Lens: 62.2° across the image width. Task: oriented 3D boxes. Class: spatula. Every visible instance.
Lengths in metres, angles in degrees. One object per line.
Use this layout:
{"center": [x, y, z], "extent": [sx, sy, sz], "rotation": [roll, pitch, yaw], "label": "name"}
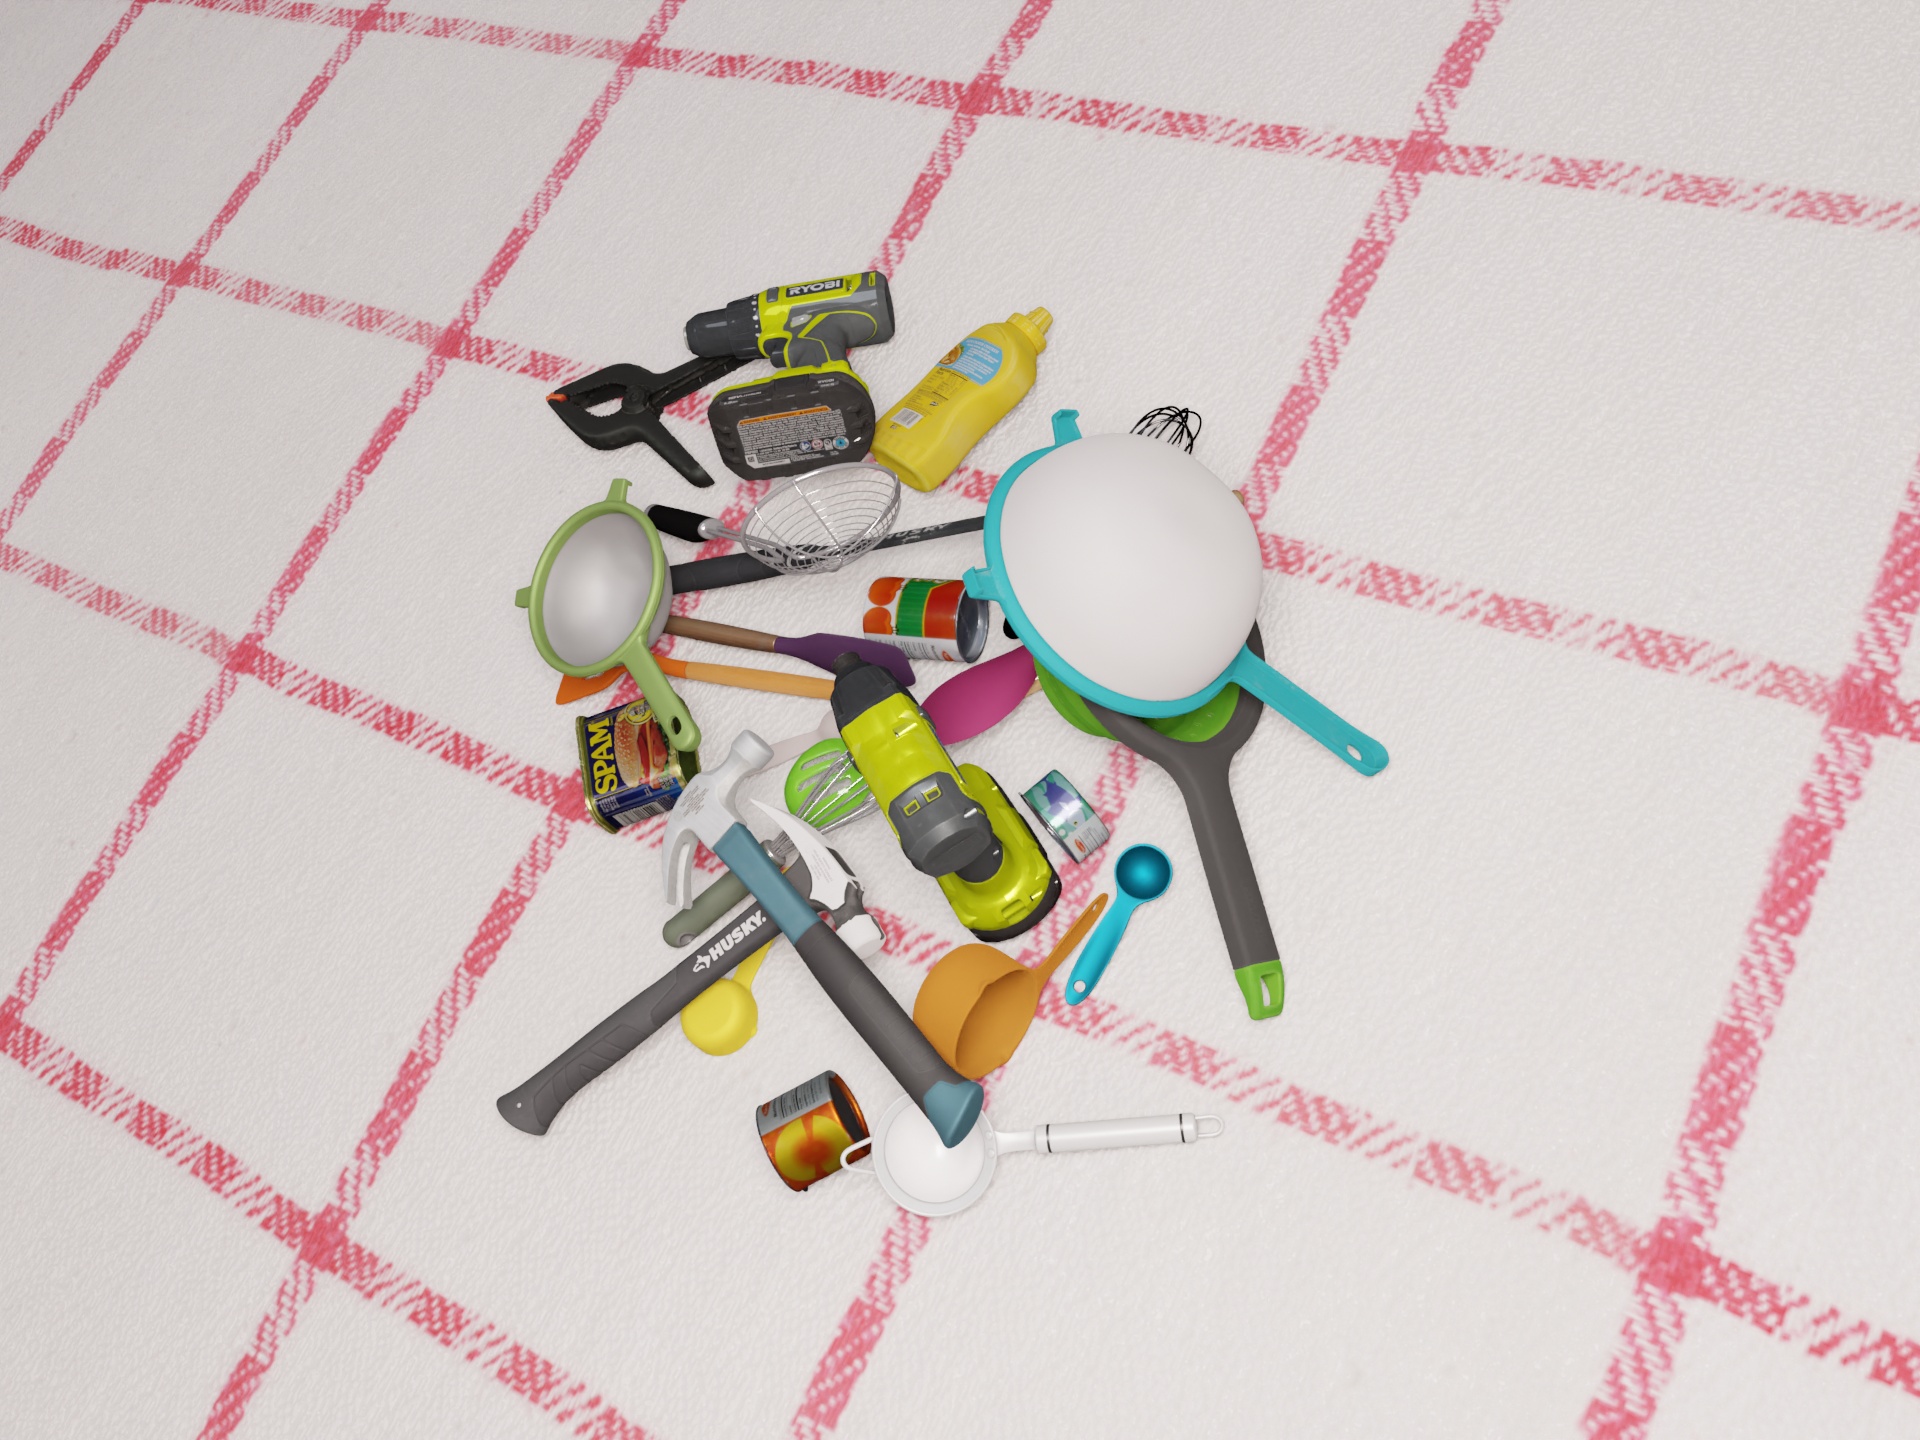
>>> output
{"center": [-0.204, -0.036, 1.344], "extent": [0.323, 0.041, 0.081], "rotation": [8, 67, 19], "label": "spatula"}
{"center": [-0.171, -0.066, 1.334], "extent": [0.316, 0.059, 0.018], "rotation": [12, 53, 30], "label": "spatula"}

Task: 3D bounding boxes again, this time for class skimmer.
{"center": [-0.177, -0.178, 1.294], "extent": [0.363, 0.127, 0.090], "rotation": [20, 115, 53], "label": "skimmer"}

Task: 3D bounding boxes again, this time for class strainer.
{"center": [0.049, 0.286, 1.079], "extent": [0.258, 0.050, 0.087], "rotation": [-7, 82, 10], "label": "strainer"}
{"center": [-0.260, -0.066, 1.307], "extent": [0.151, 0.069, 0.257], "rotation": [-45, 60, 16], "label": "strainer"}
{"center": [0.178, -0.078, 1.071], "extent": [0.340, 0.095, 0.211], "rotation": [35, 52, -10], "label": "strainer"}

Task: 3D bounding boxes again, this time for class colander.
{"center": [0.140, 0.025, 1.142], "extent": [0.094, 0.204, 0.397], "rotation": [-29, 69, 46], "label": "colander"}

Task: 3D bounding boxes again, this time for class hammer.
{"center": [-0.096, 0.157, 1.103], "extent": [0.128, 0.033, 0.331], "rotation": [-47, 63, 5], "label": "hammer"}
{"center": [-0.112, -0.143, 1.329], "extent": [0.409, 0.036, 0.149], "rotation": [-7, 24, 24], "label": "hammer"}
{"center": [-0.217, 0.198, 1.185], "extent": [0.335, 0.035, 0.146], "rotation": [-38, 63, 10], "label": "hammer"}

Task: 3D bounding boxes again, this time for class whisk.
{"center": [-0.138, 0.096, 1.227], "extent": [0.246, 0.057, 0.059], "rotation": [-40, 55, 10], "label": "whisk"}
{"center": [0.112, -0.159, 1.275], "extent": [0.055, 0.055, 0.239], "rotation": [36, 85, 31], "label": "whisk"}

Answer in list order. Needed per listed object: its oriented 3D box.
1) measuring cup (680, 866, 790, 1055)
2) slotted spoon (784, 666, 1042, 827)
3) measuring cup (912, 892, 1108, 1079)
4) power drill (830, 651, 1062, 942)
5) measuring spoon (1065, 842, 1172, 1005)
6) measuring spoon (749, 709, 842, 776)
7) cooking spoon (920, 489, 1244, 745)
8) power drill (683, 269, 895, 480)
{"center": [-0.165, 0.179, 1.215], "extent": [0.062, 0.029, 0.156], "rotation": [16, 73, 26], "label": "measuring cup"}
{"center": [-0.002, -0.004, 1.250], "extent": [0.314, 0.031, 0.070], "rotation": [-26, 65, 5], "label": "slotted spoon"}
{"center": [0.035, 0.173, 1.126], "extent": [0.052, 0.095, 0.174], "rotation": [26, 58, 34], "label": "measuring cup"}
{"center": [-0.015, 0.055, 1.108], "extent": [0.080, 0.223, 0.171], "rotation": [-33, 58, 2], "label": "power drill"}
{"center": [0.111, 0.148, 1.141], "extent": [0.042, 0.021, 0.128], "rotation": [29, 86, 19], "label": "measuring spoon"}
{"center": [-0.141, 0.020, 1.292], "extent": [0.124, 0.018, 0.034], "rotation": [-22, 59, 8], "label": "measuring spoon"}
{"center": [0.095, -0.084, 1.241], "extent": [0.319, 0.017, 0.069], "rotation": [-37, 46, -7], "label": "cooking spoon"}
{"center": [-0.155, -0.308, 1.389], "extent": [0.190, 0.080, 0.229], "rotation": [-8, 43, 5], "label": "power drill"}
